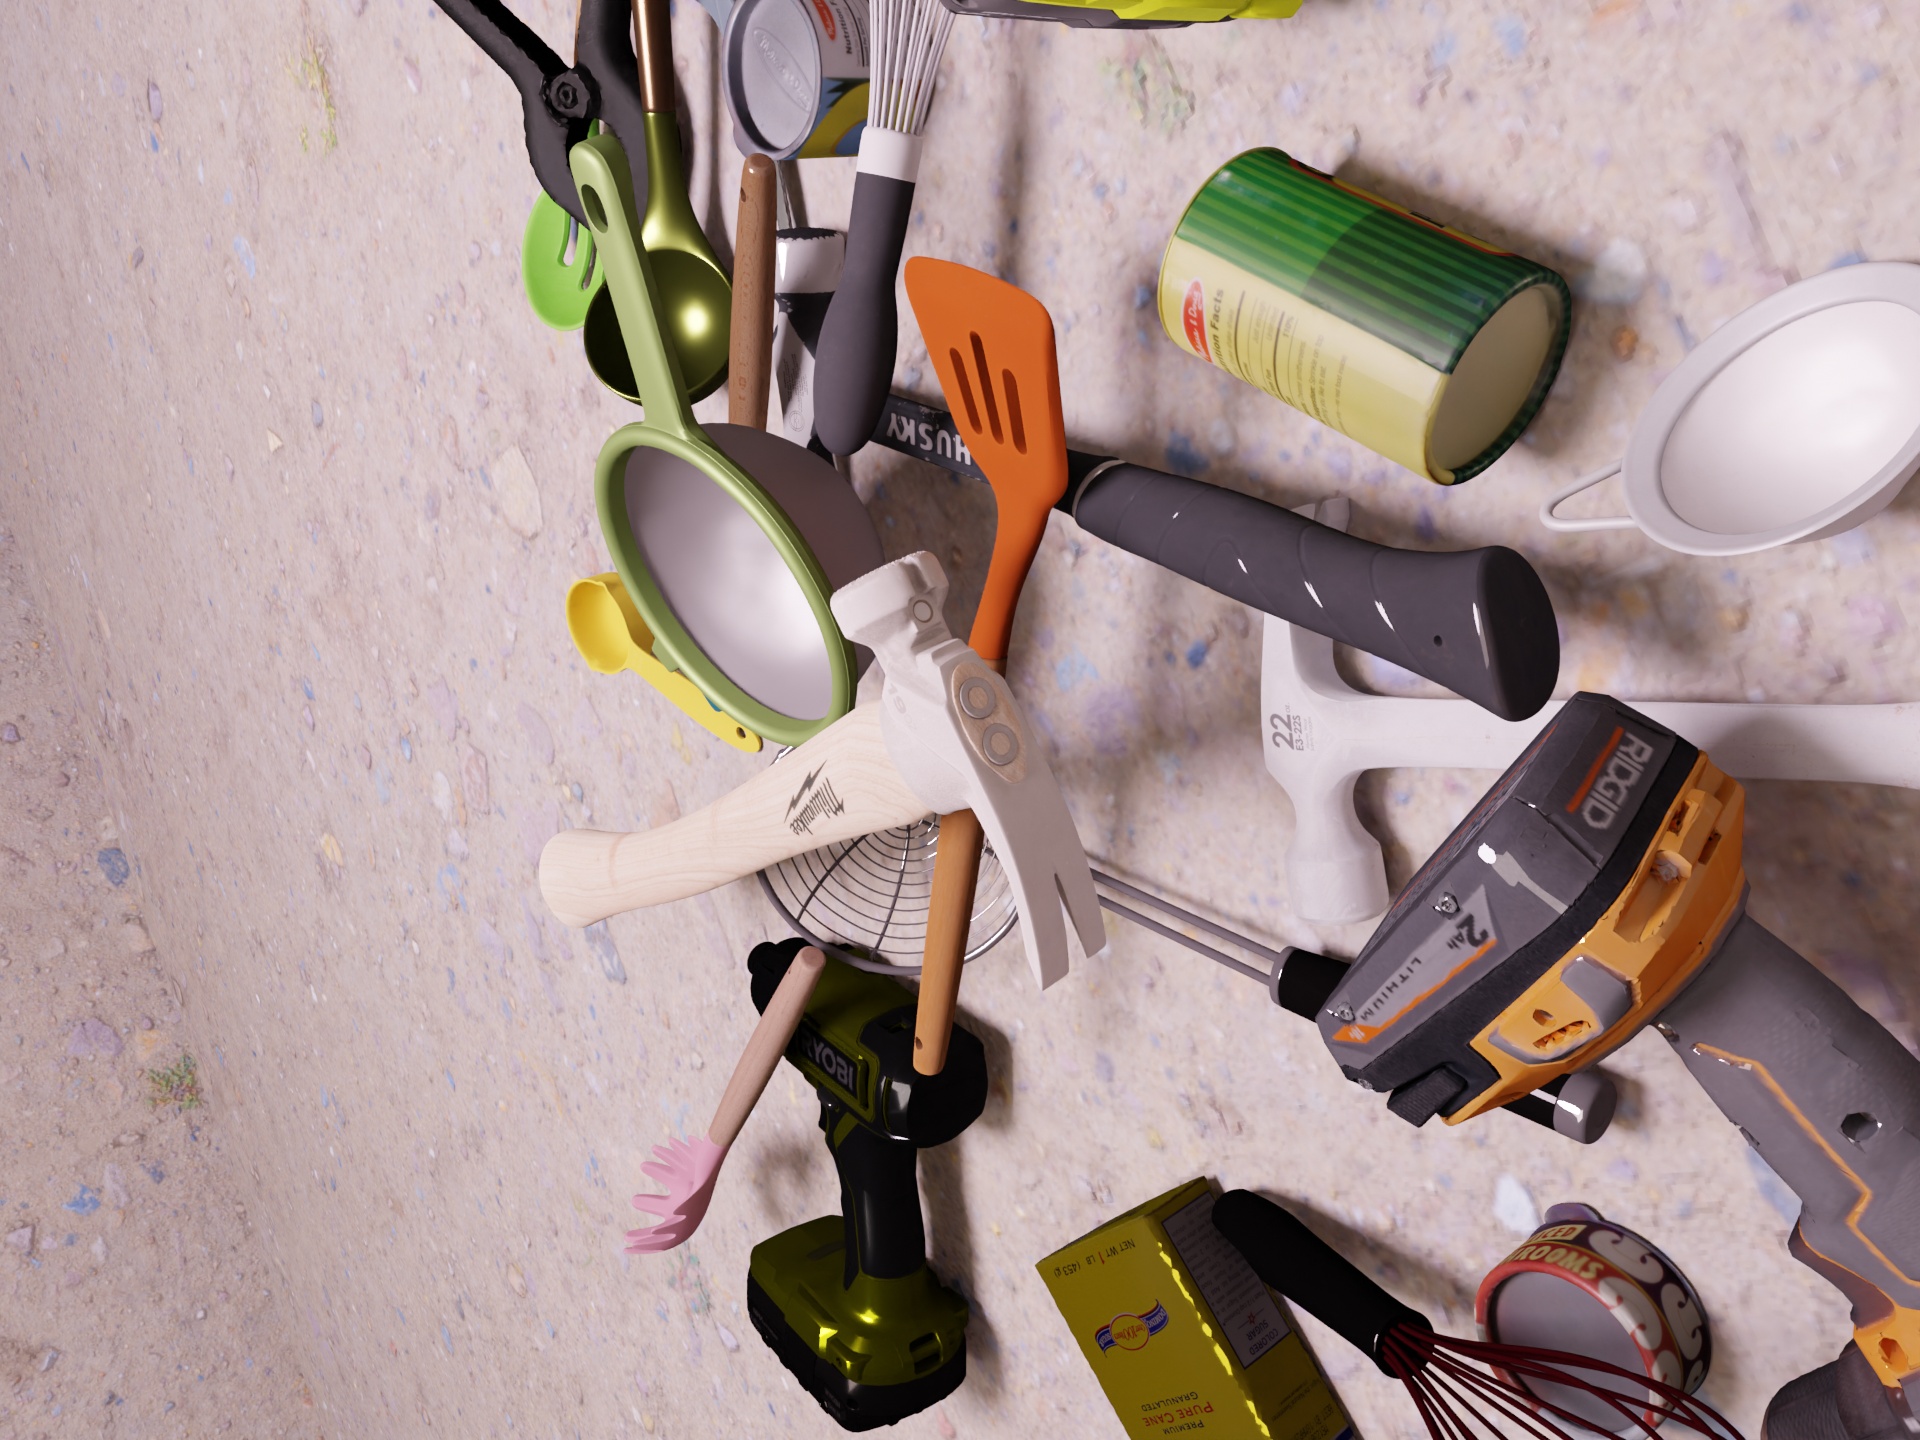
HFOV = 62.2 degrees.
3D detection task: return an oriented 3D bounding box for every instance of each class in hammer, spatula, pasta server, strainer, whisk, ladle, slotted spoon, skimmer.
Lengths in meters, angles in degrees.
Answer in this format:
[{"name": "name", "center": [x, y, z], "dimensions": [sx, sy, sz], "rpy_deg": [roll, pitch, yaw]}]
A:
[{"name": "hammer", "center": [0.238, 0.001, 0.399], "dimensions": [0.406, 0.035, 0.144], "rpy_deg": [1, 105, 50]}, {"name": "spatula", "center": [-0.001, -0.002, 0.584], "dimensions": [0.081, 0.041, 0.322], "rpy_deg": [35, 126, 46]}, {"name": "pasta server", "center": [-0.124, 0.200, 0.820], "dimensions": [0.316, 0.040, 0.060], "rpy_deg": [118, 163, -46]}, {"name": "strainer", "center": [0.246, -0.103, 0.346], "dimensions": [0.258, 0.050, 0.087], "rpy_deg": [-40, 29, 45]}, {"name": "whisk", "center": [0.153, 0.208, 0.511], "dimensions": [0.296, 0.073, 0.073], "rpy_deg": [-169, 66, -73]}, {"name": "ladle", "center": [-0.140, -0.296, 0.703], "dimensions": [0.078, 0.062, 0.320], "rpy_deg": [5, 118, 9]}, {"name": "spatula", "center": [-0.107, -0.124, 0.731], "dimensions": [0.082, 0.044, 0.317], "rpy_deg": [57, 156, 24]}, {"name": "whisk", "center": [-0.019, -0.234, 0.566], "dimensions": [0.070, 0.070, 0.284], "rpy_deg": [27, 113, 42]}, {"name": "slotted spoon", "center": [-0.177, -0.343, 0.776], "dimensions": [0.070, 0.031, 0.313], "rpy_deg": [30, 125, 23]}, {"name": "strainer", "center": [-0.088, -0.109, 0.627], "dimensions": [0.152, 0.069, 0.256], "rpy_deg": [24, 139, 39]}, {"name": "skimmer", "center": [0.058, 0.087, 0.608], "dimensions": [0.364, 0.090, 0.127], "rpy_deg": [20, 119, 45]}, {"name": "hammer", "center": [0.037, -0.081, 0.574], "dimensions": [0.409, 0.036, 0.149], "rpy_deg": [31, 129, 49]}, {"name": "hammer", "center": [-0.093, 0.058, 0.674], "dimensions": [0.410, 0.038, 0.146], "rpy_deg": [-23, 94, 55]}]

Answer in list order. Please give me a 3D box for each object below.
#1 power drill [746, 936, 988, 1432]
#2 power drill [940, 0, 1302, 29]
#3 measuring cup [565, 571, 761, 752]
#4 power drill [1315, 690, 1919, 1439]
[{"name": "power drill", "center": [-0.058, 0.229, 0.822], "dimensions": [0.171, 0.080, 0.223], "rpy_deg": [24, 119, 49]}, {"name": "power drill", "center": [0.091, -0.211, 0.376], "dimensions": [0.229, 0.190, 0.080], "rpy_deg": [26, 123, 48]}, {"name": "measuring cup", "center": [-0.160, -0.031, 0.889], "dimensions": [0.157, 0.029, 0.062], "rpy_deg": [35, 130, 22]}, {"name": "power drill", "center": [0.210, 0.119, 0.419], "dimensions": [0.226, 0.084, 0.185], "rpy_deg": [37, 142, 13]}]
